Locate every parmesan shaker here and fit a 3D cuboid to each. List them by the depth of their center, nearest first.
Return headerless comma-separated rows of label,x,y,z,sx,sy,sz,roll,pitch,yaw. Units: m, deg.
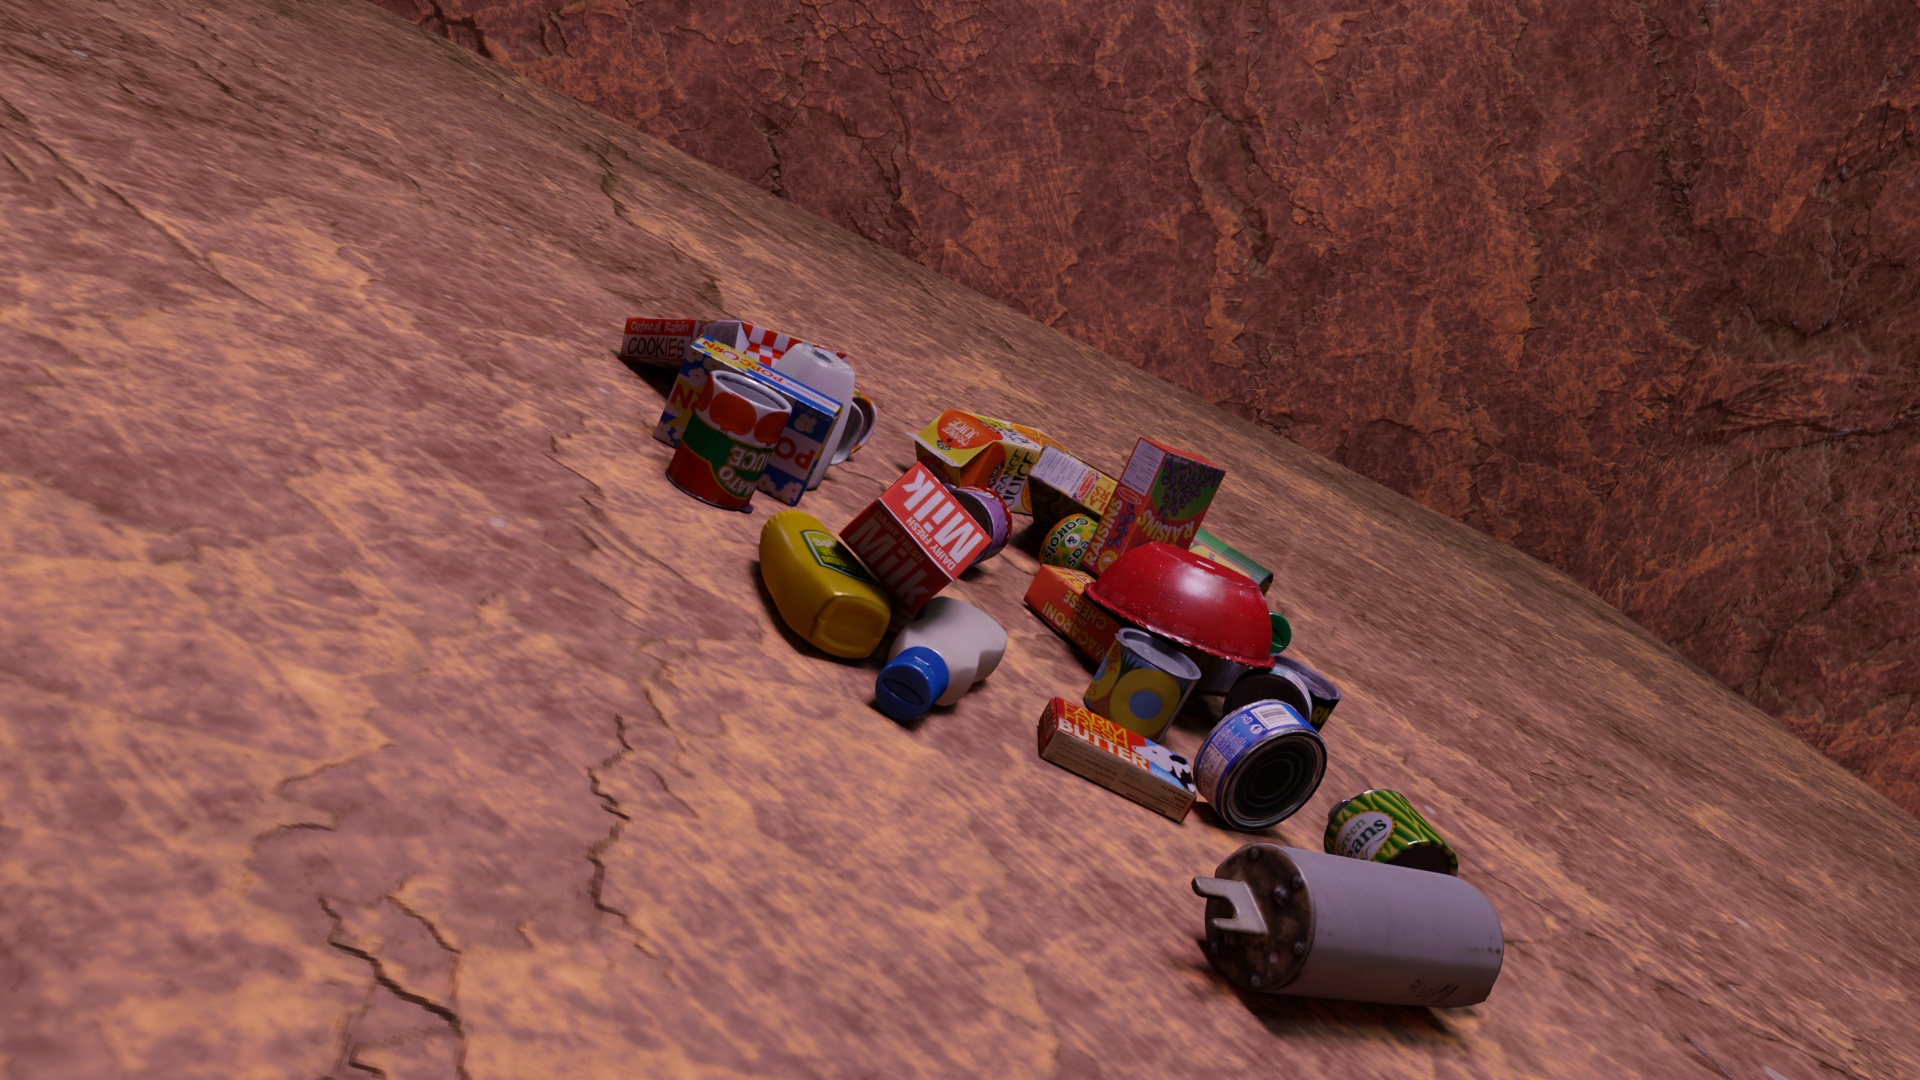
parmesan shaker,0.263,0.032,1.431,0.103,0.071,0.071,34,16,22

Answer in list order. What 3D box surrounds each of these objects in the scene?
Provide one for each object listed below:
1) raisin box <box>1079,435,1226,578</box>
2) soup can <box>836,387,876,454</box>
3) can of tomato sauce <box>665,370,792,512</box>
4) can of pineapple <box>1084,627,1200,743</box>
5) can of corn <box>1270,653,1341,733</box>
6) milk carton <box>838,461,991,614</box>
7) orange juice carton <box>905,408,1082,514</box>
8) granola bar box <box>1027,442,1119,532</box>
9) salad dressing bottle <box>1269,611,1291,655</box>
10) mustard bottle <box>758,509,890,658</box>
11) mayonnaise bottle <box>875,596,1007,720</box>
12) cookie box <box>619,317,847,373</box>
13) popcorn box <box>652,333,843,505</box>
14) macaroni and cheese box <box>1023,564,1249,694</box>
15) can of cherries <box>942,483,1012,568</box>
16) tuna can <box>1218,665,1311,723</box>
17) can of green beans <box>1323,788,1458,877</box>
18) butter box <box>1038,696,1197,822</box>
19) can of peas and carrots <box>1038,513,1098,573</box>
raisin box,0.165,-0.019,1.182,0.086,0.123,0.040,13,16,-45
soup can,-0.129,-0.124,1.292,0.071,0.071,0.084,12,22,-45
can of tomato sauce,-0.169,-0.073,1.026,0.071,0.083,0.071,25,15,-7
can of pineapple,0.129,0.103,1.000,0.071,0.057,0.071,25,15,-7
can of corn,0.267,0.135,1.129,0.071,0.058,0.071,26,15,-7
milk carton,-0.031,-0.004,0.939,0.072,0.073,0.190,47,0,-4
orange juice carton,0.029,-0.079,1.396,0.072,0.072,0.193,39,19,35
granola bar box,0.128,-0.024,1.321,0.124,0.039,0.165,31,-10,12
salad dressing bottle,0.252,0.080,1.224,0.064,0.044,0.147,44,-5,-1
mustard bottle,-0.100,0.018,0.912,0.065,0.048,0.161,23,15,-36
mayonnaise bottle,-0.015,0.076,0.885,0.065,0.041,0.148,30,17,8
cookie box,-0.203,-0.163,1.231,0.167,0.040,0.123,10,0,42
popcorn box,-0.166,-0.094,1.090,0.127,0.085,0.038,27,23,-3
macaroni and cheese box,0.149,0.076,1.158,0.166,0.040,0.124,11,21,-46
can of cherries,0.004,-0.014,1.149,0.071,0.071,0.058,31,15,13
tuna can,0.237,0.133,1.080,0.071,0.071,0.033,31,14,12
can of green beans,0.281,0.206,0.909,0.071,0.071,0.058,21,17,-24
butter box,0.101,0.140,0.898,0.103,0.024,0.053,26,16,-5
can of peas and carrots,0.111,0.016,1.233,0.071,0.070,0.059,12,21,-45
